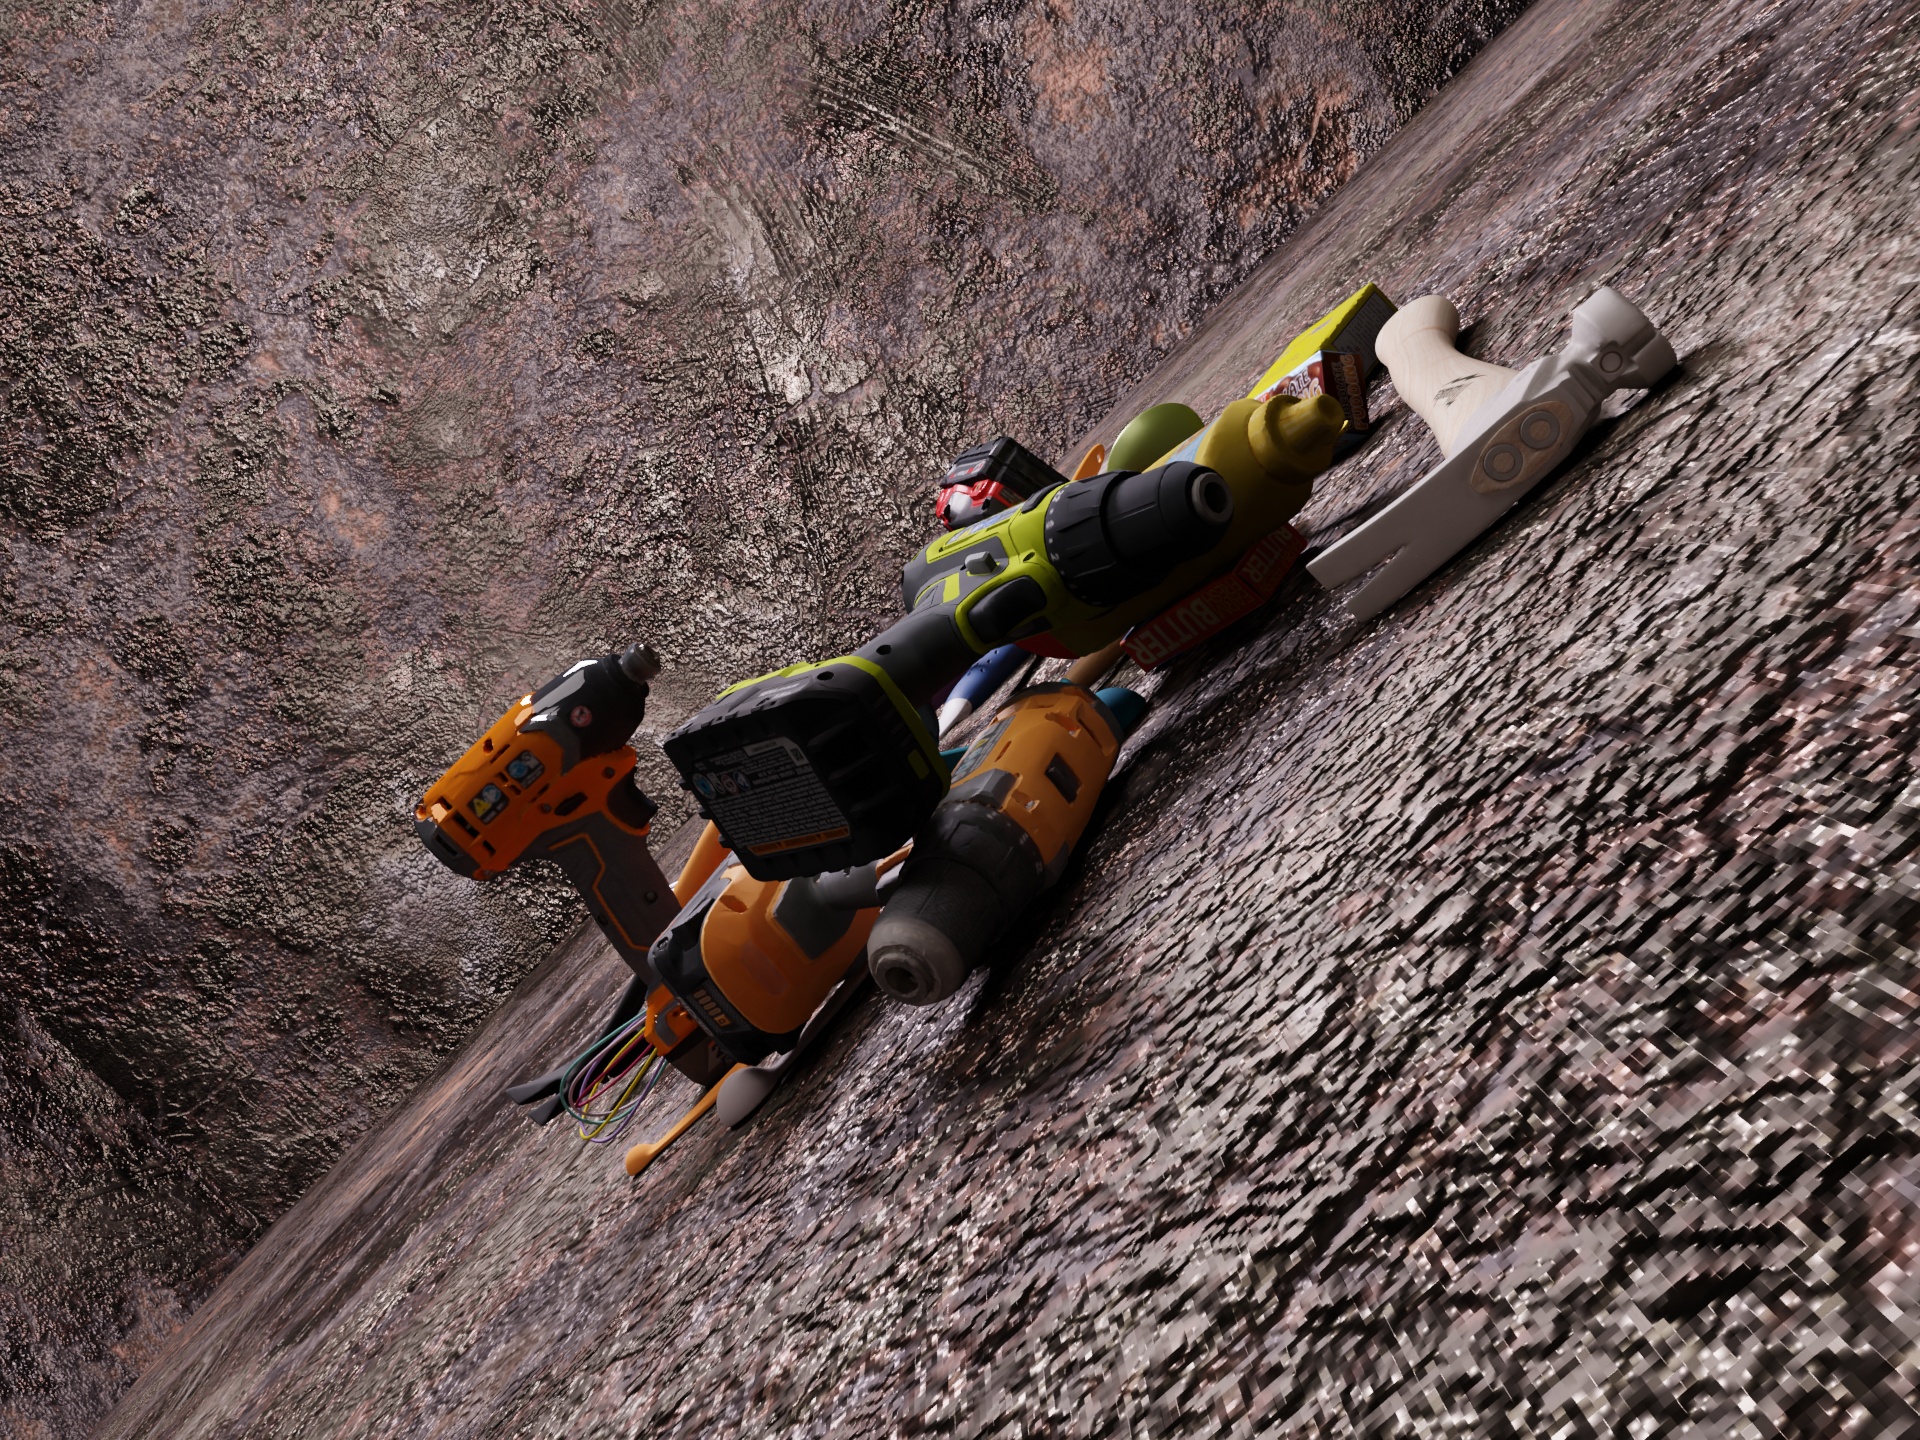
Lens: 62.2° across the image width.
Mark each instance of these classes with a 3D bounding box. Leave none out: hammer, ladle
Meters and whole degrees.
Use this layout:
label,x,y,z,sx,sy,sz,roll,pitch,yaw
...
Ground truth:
label,x,y,z,sx,sy,sz,roll,pitch,yaw
hammer,0.224,-0.155,0.764,0.146,0.038,0.411,-43,7,20
ladle,0.140,-0.182,1.217,0.078,0.062,0.320,-41,0,2
hammer,-0.182,0.125,1.013,0.127,0.034,0.336,-27,-26,-57
hammer,-0.002,-0.004,1.107,0.144,0.035,0.406,-26,15,37

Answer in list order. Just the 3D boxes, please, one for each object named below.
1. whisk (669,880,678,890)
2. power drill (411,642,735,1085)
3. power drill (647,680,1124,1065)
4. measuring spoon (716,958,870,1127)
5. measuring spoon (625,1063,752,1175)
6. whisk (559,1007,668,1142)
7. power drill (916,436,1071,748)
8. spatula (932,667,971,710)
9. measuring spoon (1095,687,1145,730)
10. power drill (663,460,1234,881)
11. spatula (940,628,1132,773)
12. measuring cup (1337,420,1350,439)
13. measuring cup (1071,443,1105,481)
label,x,y,z,sx,sy,sz,roll,pitch,yaw
whisk,-0.182,0.121,1.404,0.284,0.070,0.070,-40,7,-8
power drill,-0.171,0.075,0.890,0.164,0.226,0.084,-43,7,10
power drill,-0.042,0.083,0.713,0.226,0.084,0.185,-29,15,36
measuring spoon,-0.079,0.150,0.790,0.124,0.018,0.034,-47,7,-26
measuring spoon,-0.139,0.202,0.852,0.117,0.011,0.021,-44,7,6
whisk,-0.172,0.168,0.980,0.245,0.051,0.047,-51,-3,17
power drill,-0.015,-0.060,0.983,0.220,0.078,0.143,-58,15,-6
spatula,-0.059,0.026,1.295,0.316,0.018,0.059,-48,-21,13
measuring spoon,0.062,0.000,0.840,0.042,0.021,0.128,-46,7,-11
power drill,0.000,-0.033,0.689,0.228,0.080,0.190,-42,16,-36
spatula,0.073,-0.043,0.932,0.317,0.044,0.082,-45,-23,-20
measuring cup,0.165,-0.111,0.816,0.062,0.029,0.156,-49,4,-22
measuring cup,0.096,-0.150,1.172,0.052,0.095,0.174,0,46,32
